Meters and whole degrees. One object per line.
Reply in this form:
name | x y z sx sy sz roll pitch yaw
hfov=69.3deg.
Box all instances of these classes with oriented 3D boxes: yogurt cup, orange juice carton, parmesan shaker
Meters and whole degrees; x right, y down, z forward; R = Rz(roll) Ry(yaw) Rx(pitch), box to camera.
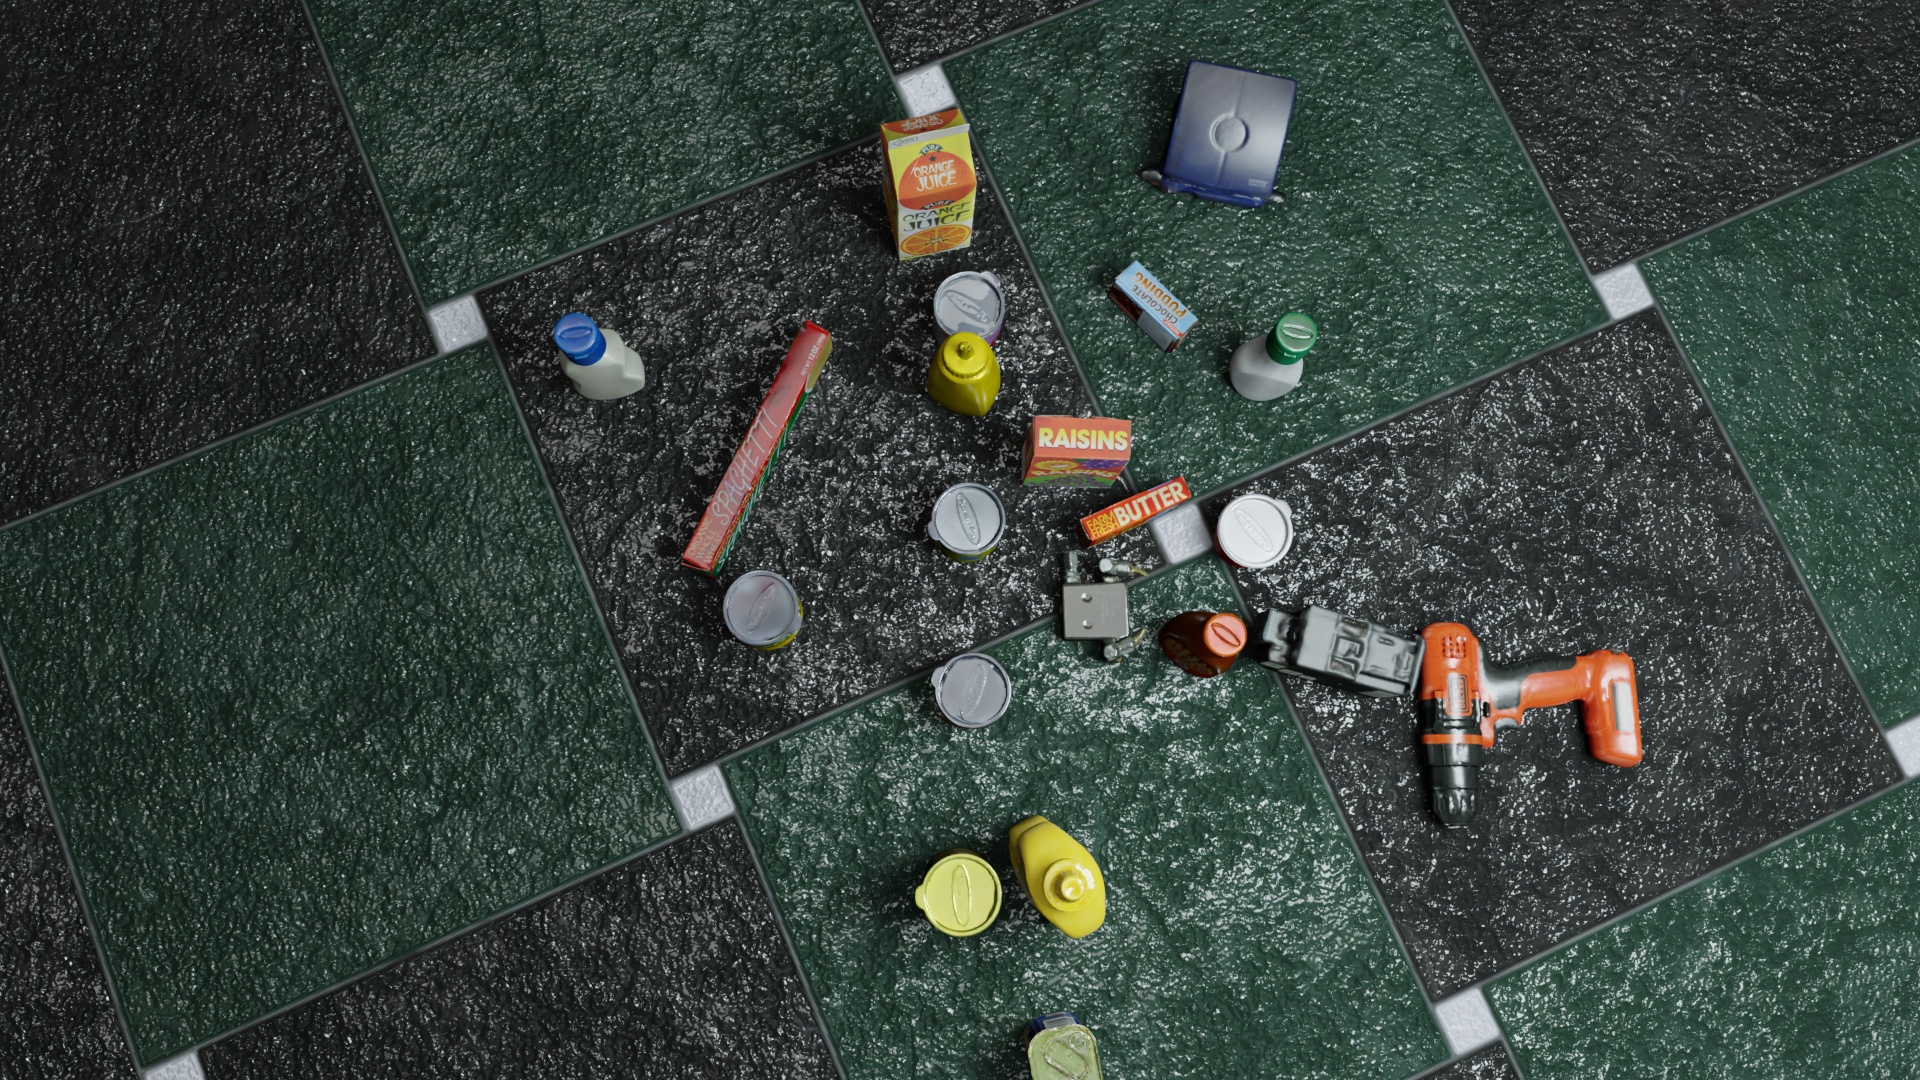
yogurt cup | 0.264 -0.005 1.271 0.072 0.054 0.072 0 81 -2
orange juice carton | -0.029 -0.323 1.243 0.072 0.192 0.073 -13 82 -4
parmesan shaker | -0.003 0.297 1.185 0.071 0.103 0.071 0 81 -2

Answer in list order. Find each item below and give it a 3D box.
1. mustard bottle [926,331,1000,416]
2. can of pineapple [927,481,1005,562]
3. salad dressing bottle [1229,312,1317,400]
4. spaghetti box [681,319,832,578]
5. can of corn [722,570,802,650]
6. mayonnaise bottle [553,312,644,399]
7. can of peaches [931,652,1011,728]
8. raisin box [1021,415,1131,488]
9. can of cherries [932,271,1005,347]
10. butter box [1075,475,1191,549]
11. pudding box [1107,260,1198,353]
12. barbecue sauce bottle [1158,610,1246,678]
mustard bottle | 0.004 -0.152 1.232 0.065 0.160 0.049 22 81 2
can of pineapple | 0.005 -0.016 1.261 0.071 0.057 0.071 0 81 -2
salad dressing bottle | 0.284 -0.165 1.251 0.064 0.147 0.044 14 81 0
spaghetti box | -0.184 -0.082 1.269 0.029 0.050 0.250 25 81 2
can of corn | -0.173 0.065 1.241 0.071 0.058 0.071 0 81 -2
mayonnaise bottle | -0.323 -0.162 1.227 0.065 0.148 0.041 -11 82 -4
can of peaches | 0.008 0.133 1.236 0.071 0.058 0.071 0 81 -2
raisin box | 0.102 -0.078 1.242 0.086 0.123 0.040 3 81 -2
can of cherries | 0.009 -0.211 1.294 0.071 0.058 0.071 0 81 -2
butter box | 0.157 -0.025 1.271 0.103 0.053 0.024 -24 83 -6
pudding box | 0.180 -0.219 1.306 0.084 0.049 0.030 45 82 5
barbecue sauce bottle | 0.214 0.087 1.206 0.065 0.148 0.044 39 82 4
